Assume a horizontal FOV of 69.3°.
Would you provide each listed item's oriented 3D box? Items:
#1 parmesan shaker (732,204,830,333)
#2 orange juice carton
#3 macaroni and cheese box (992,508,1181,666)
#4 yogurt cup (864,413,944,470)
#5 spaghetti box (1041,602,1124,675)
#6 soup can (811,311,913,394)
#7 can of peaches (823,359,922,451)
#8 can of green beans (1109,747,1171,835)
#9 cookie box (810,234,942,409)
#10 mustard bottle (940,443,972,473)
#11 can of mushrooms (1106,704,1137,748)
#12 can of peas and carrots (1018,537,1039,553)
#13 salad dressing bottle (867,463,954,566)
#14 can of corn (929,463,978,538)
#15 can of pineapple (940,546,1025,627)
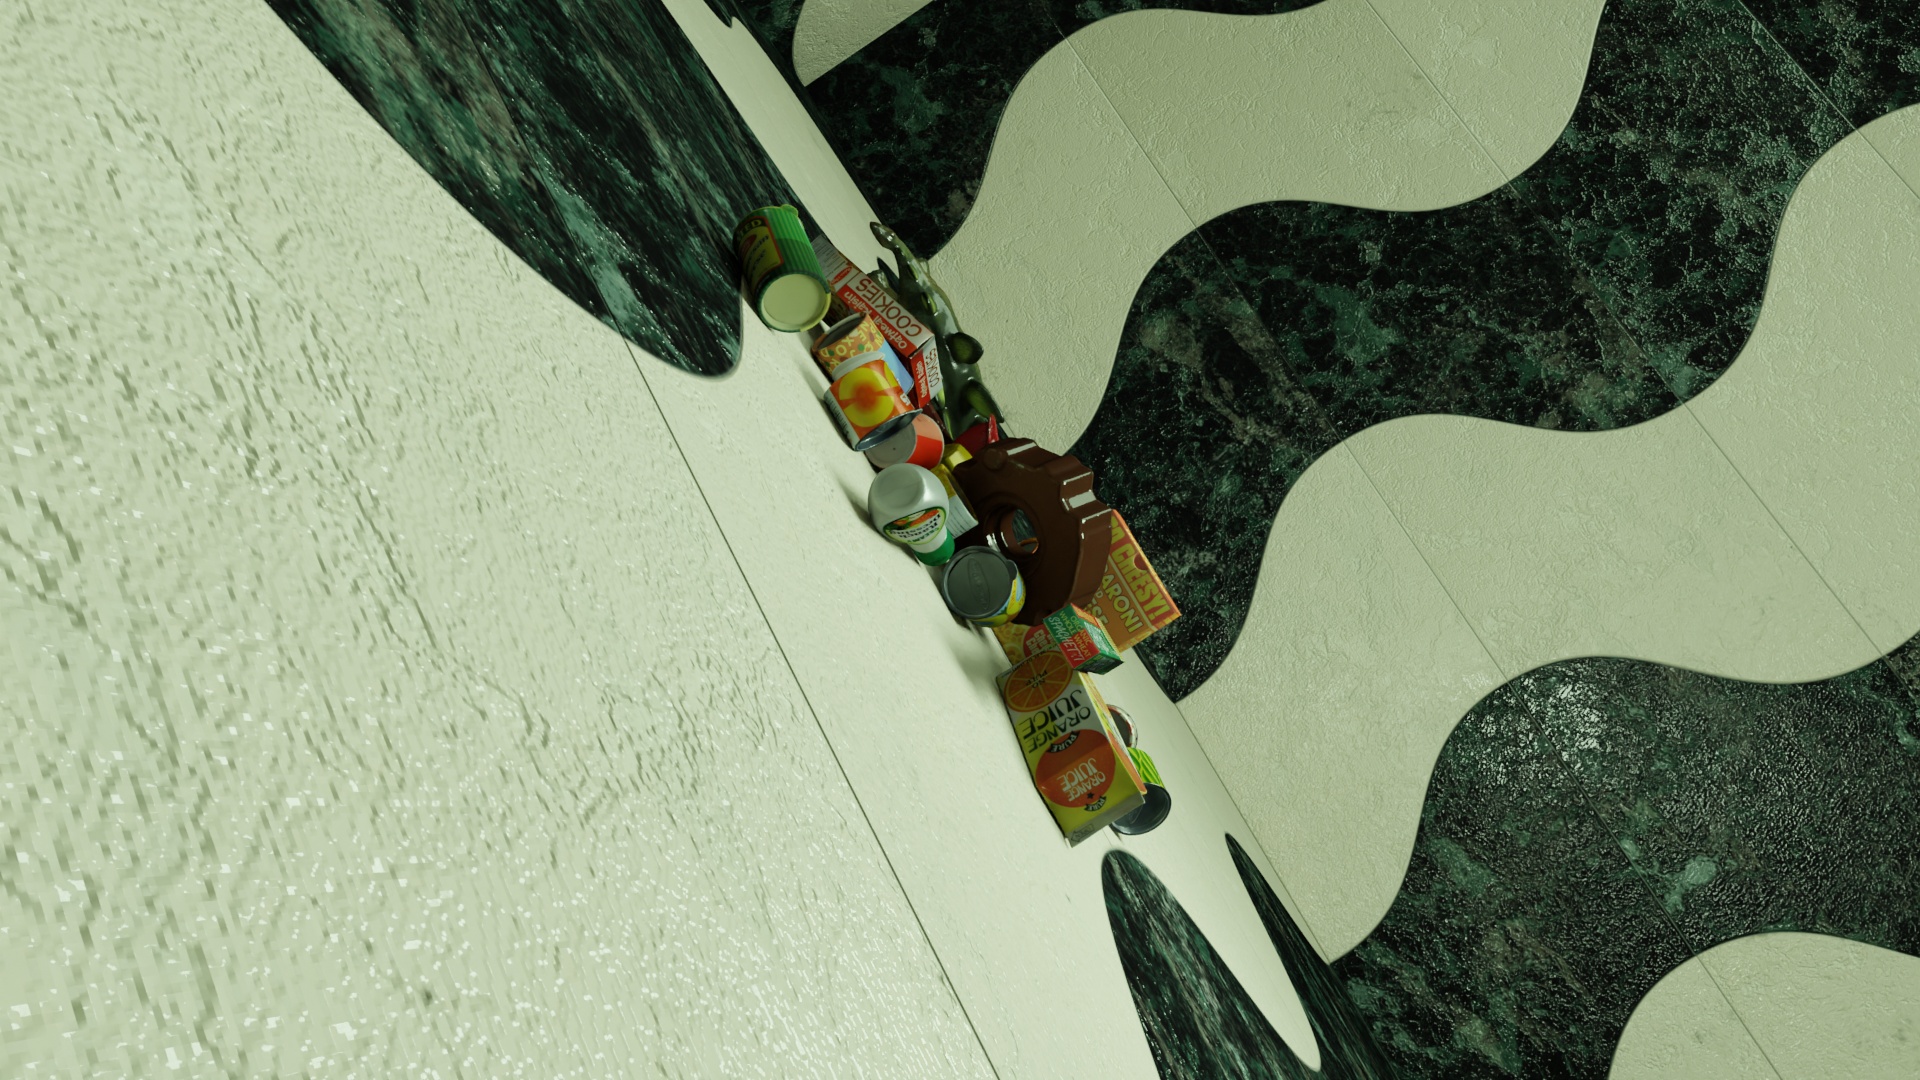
[{"bbox_3d":[-0.156,-0.240,1.217,0.071,0.071,0.103,51,11,-47],"label":"parmesan shaker"},{"bbox_3d":[0.097,0.175,1.176,0.072,0.072,0.193,54,8,-33],"label":"orange juice carton"},{"bbox_3d":[0.115,0.065,1.380,0.124,0.166,0.040,60,8,17],"label":"macaroni and cheese box"},{"bbox_3d":[-0.056,-0.090,1.301,0.072,0.072,0.054,60,15,16],"label":"yogurt cup"},{"bbox_3d":[0.112,0.090,1.225,0.050,0.028,0.250,59,6,11],"label":"spaghetti box"},{"bbox_3d":[-0.095,-0.168,1.347,0.083,0.071,0.071,54,8,-23],"label":"soup can"},{"bbox_3d":[-0.079,-0.122,1.243,0.058,0.071,0.071,58,7,7],"label":"can of peaches"},{"bbox_3d":[0.168,0.247,1.370,0.071,0.071,0.058,54,7,-31],"label":"can of green beans"},{"bbox_3d":[-0.092,-0.222,1.431,0.168,0.040,0.122,43,-11,16],"label":"cookie box"},{"bbox_3d":[0.005,-0.018,1.397,0.049,0.065,0.159,-47,118,-50],"label":"mustard bottle"},{"bbox_3d":[0.146,0.199,1.423,0.071,0.071,0.033,60,8,12],"label":"can of mushrooms"},{"bbox_3d":[0.084,0.038,1.665,0.058,0.071,0.071,55,8,-16],"label":"can of peas and carrots"},{"bbox_3d":[-0.035,-0.017,1.155,0.147,0.064,0.044,60,9,-69],"label":"salad dressing bottle"},{"bbox_3d":[-0.026,-0.030,1.261,0.071,0.058,0.071,57,7,-11],"label":"can of corn"},{"bbox_3d":[0.023,0.042,1.246,0.071,0.071,0.058,60,7,18],"label":"can of pineapple"}]
